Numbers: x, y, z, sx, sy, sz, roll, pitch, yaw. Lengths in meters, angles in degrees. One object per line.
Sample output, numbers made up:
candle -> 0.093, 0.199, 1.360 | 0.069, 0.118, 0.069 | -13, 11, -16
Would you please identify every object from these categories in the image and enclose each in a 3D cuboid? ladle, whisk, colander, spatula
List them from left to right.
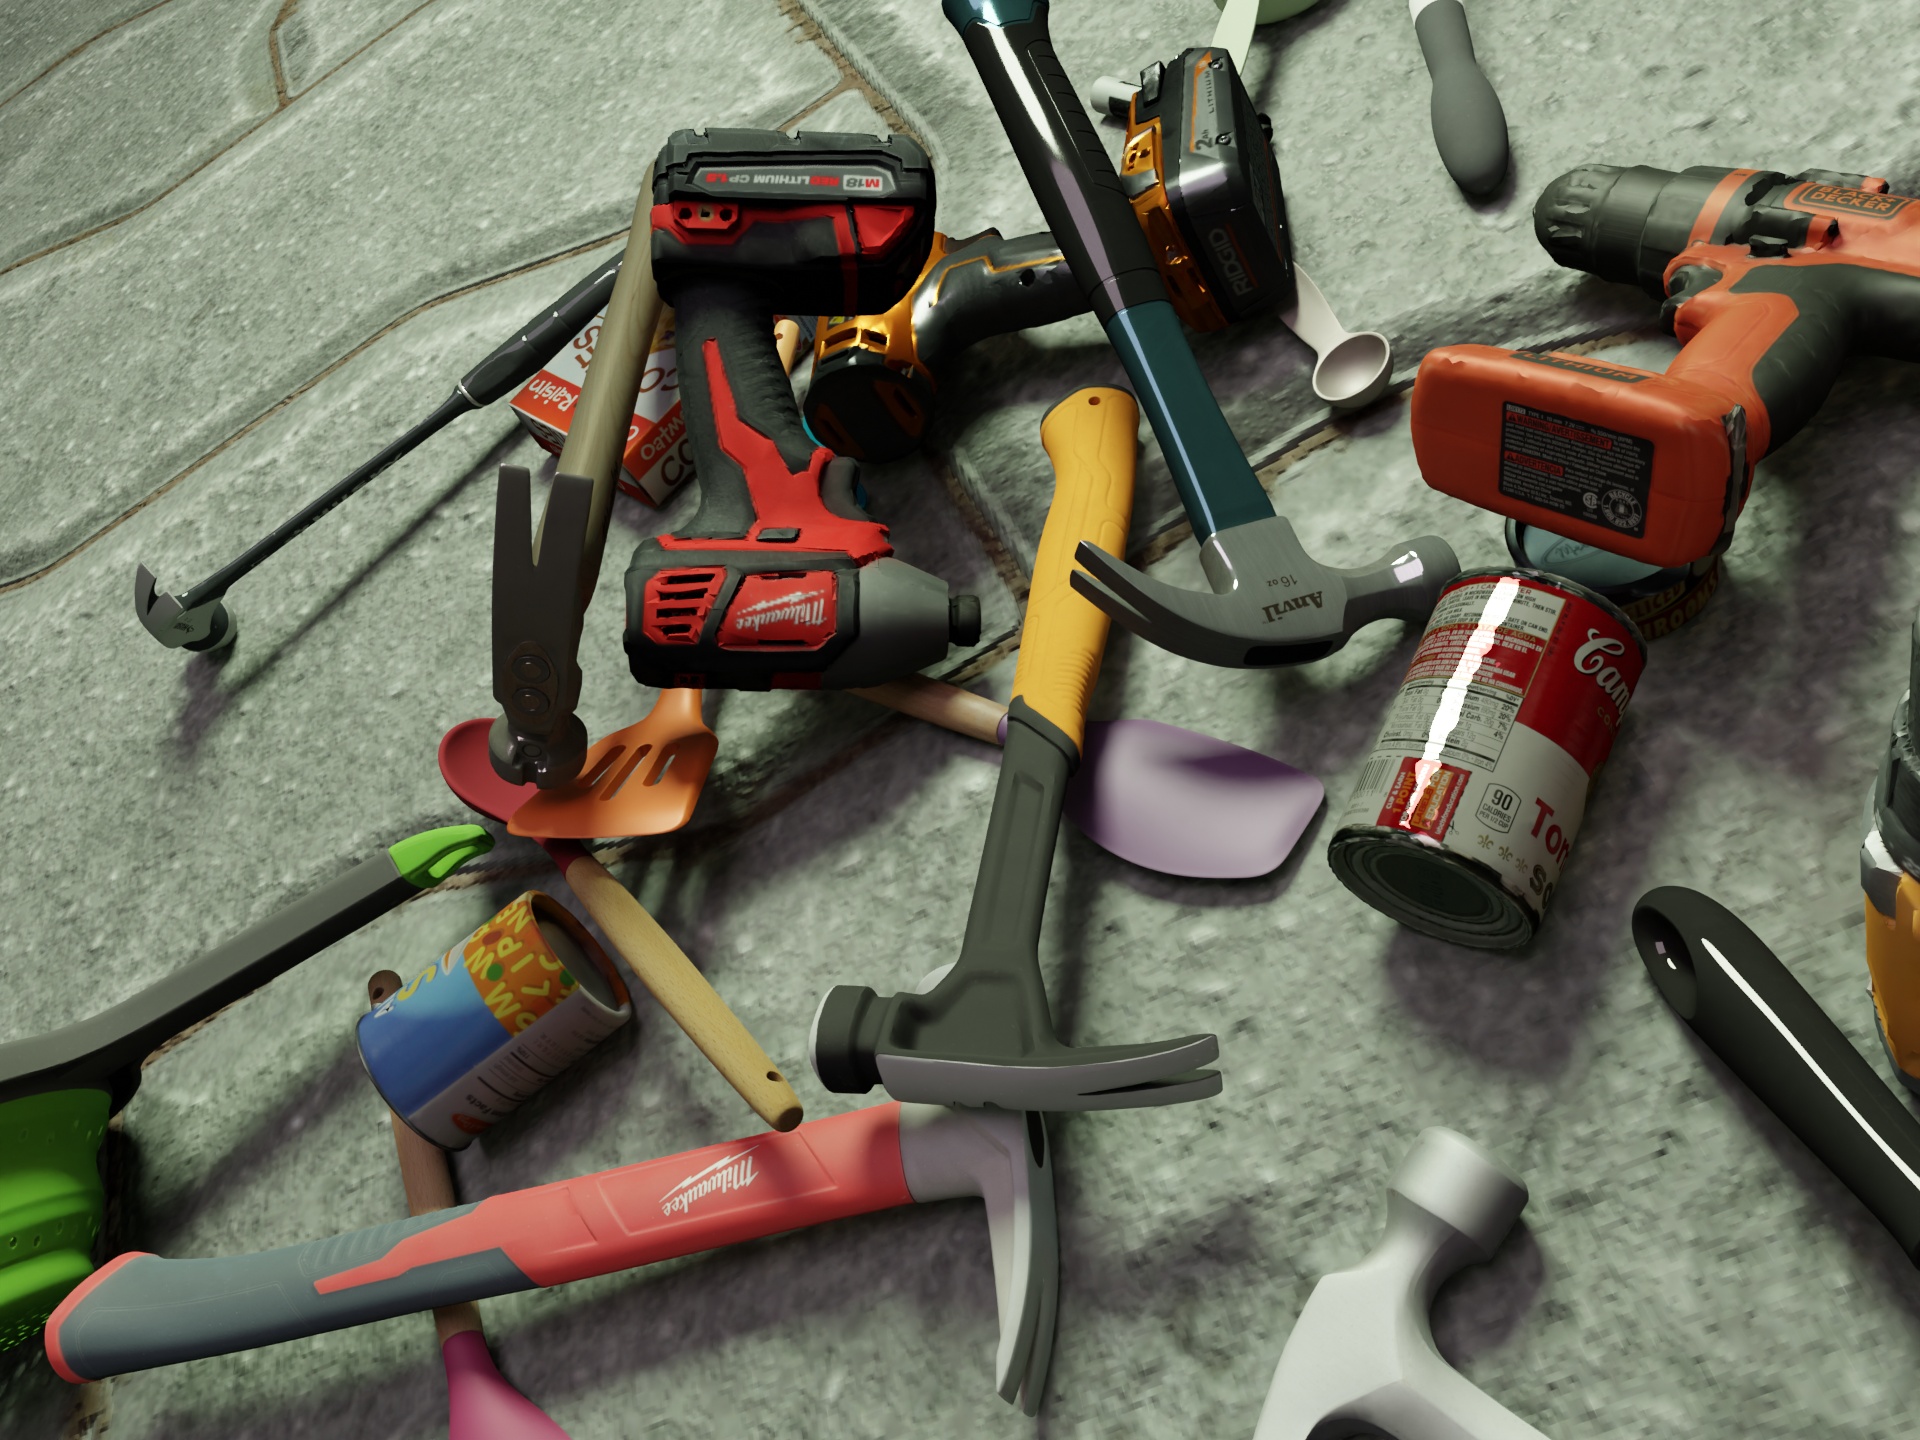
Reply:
colander -> -0.356, 0.177, 0.654 | 0.397, 0.204, 0.094 | -31, 79, -6
ladle -> -0.137, 0.069, 0.623 | 0.316, 0.069, 0.031 | 34, 113, 50
spatula -> -0.116, -0.075, 0.724 | 0.081, 0.041, 0.323 | -2, 55, 18
spatula -> -0.001, -0.002, 0.643 | 0.316, 0.018, 0.060 | 21, 63, 39
whisk -> 0.216, -0.355, 0.741 | 0.070, 0.070, 0.285 | -15, 63, 21
whisk -> 0.236, 0.130, 0.352 | 0.073, 0.073, 0.296 | -31, 32, 7

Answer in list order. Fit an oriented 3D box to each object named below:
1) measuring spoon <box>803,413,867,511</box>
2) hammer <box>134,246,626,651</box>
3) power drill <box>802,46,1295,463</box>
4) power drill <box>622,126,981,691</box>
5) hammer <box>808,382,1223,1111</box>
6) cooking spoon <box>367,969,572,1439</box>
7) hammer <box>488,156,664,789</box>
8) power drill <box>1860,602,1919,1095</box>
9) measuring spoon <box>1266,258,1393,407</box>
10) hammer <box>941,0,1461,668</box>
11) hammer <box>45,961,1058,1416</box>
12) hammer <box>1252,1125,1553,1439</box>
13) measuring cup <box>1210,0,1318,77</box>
measuring spoon -> -0.066, -0.125, 0.779 | 0.042, 0.021, 0.129 | -3, 42, -1
hammer -> -0.292, -0.177, 0.902 | 0.409, 0.036, 0.149 | -41, 8, -10
power drill -> 0.033, -0.223, 0.749 | 0.226, 0.084, 0.164 | -17, 47, 24
power drill -> -0.062, -0.120, 0.650 | 0.143, 0.078, 0.220 | 1, 83, -4
hammer -> 0.042, -0.013, 0.589 | 0.127, 0.034, 0.337 | -1, 48, 15
cooking spoon -> -0.191, 0.210, 0.594 | 0.069, 0.017, 0.319 | -34, 46, 0
hammer -> -0.157, -0.164, 0.727 | 0.038, 0.146, 0.411 | 8, 43, -8
power drill -> 0.285, -0.034, 0.387 | 0.084, 0.185, 0.226 | 20, 66, 41
measuring spoon -> 0.154, -0.169, 0.683 | 0.034, 0.018, 0.124 | -38, 38, 18
hammer -> 0.065, -0.167, 0.617 | 0.128, 0.033, 0.331 | -16, 68, -10
hammer -> -0.155, 0.195, 0.550 | 0.386, 0.038, 0.143 | -17, 50, 13
hammer -> 0.232, 0.239, 0.312 | 0.406, 0.035, 0.144 | 25, 72, 41
measuring cup -> 0.152, -0.359, 0.811 | 0.083, 0.038, 0.168 | 1, 60, 31
